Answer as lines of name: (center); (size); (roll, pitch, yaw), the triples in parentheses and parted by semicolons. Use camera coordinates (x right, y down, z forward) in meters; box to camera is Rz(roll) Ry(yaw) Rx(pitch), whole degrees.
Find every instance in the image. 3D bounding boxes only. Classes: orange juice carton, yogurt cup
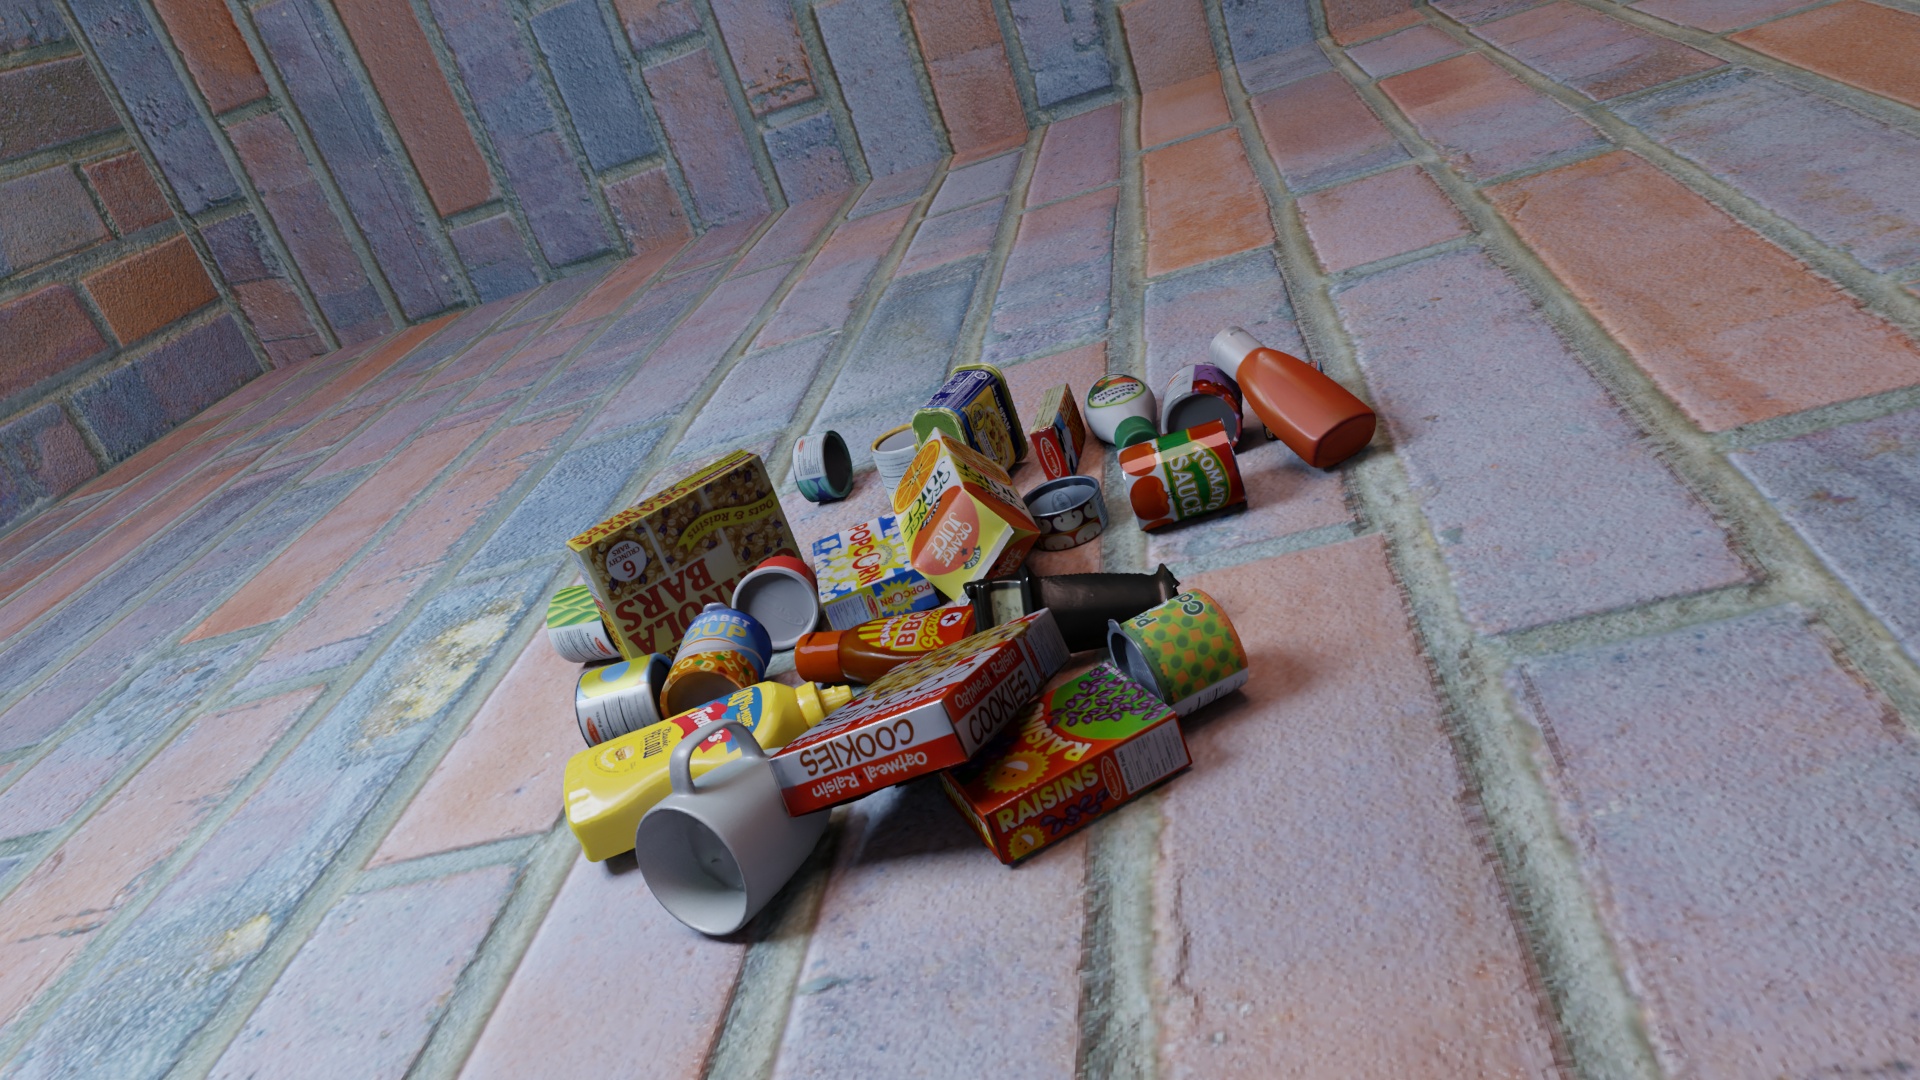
orange juice carton: (0.004, -0.013, 1.057); (0.071, 0.073, 0.193); (-56, 20, 14)
yogurt cup: (-0.142, 0.045, 1.090); (0.072, 0.072, 0.054); (-18, 16, 6)

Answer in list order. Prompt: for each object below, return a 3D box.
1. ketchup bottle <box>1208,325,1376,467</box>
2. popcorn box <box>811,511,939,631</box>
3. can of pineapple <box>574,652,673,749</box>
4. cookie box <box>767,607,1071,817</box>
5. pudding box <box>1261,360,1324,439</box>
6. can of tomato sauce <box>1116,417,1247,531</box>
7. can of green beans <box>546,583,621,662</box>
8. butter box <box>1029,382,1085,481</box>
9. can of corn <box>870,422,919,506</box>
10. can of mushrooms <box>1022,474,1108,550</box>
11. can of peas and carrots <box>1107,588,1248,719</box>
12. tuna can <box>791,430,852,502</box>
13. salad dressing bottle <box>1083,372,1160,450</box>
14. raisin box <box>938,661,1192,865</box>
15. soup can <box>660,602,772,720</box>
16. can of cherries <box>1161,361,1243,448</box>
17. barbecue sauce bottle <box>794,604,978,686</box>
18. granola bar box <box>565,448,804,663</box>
ketchup bottle: (0.253, -0.118, 1.087); (0.065, 0.043, 0.149); (-24, 48, -17)
popcorn box: (-0.070, 0.025, 1.107); (0.085, 0.038, 0.127); (-20, 24, -2)
can of pineapple: (-0.236, 0.118, 1.002); (0.058, 0.070, 0.071); (-15, 24, 9)
cookie box: (-0.019, 0.100, 0.824); (0.122, 0.040, 0.168); (-23, 4, 27)
pudding box: (0.276, -0.116, 1.149); (0.049, 0.030, 0.084); (-9, 26, 21)
can of tomato sauce: (0.166, -0.048, 1.045); (0.083, 0.071, 0.071); (-17, 24, 9)
can of green beans: (-0.303, 0.067, 1.163); (0.058, 0.071, 0.071); (-10, 26, 24)
butter box: (0.087, -0.095, 1.224); (0.024, 0.053, 0.104); (-15, 23, 19)
can of corn: (-0.041, -0.070, 1.263); (0.071, 0.058, 0.071); (-16, 24, 8)
can of mushrooms: (0.080, -0.022, 1.096); (0.071, 0.033, 0.071); (-16, 25, 8)
can of peas and carrots: (0.128, 0.067, 0.824); (0.059, 0.070, 0.071); (-25, 24, -12)
tuna can: (-0.130, -0.070, 1.327); (0.033, 0.070, 0.071); (-10, 26, 21)
salad dressing bottle: (0.145, -0.103, 1.207); (0.064, 0.043, 0.148); (-18, 24, 3)
raisin box: (0.056, 0.125, 0.795); (0.124, 0.040, 0.086); (-25, 24, -14)
soup can: (-0.176, 0.095, 0.999); (0.071, 0.071, 0.084); (-16, 24, 10)
can of cherries: (0.201, -0.105, 1.143); (0.071, 0.071, 0.059); (-13, 25, 17)
barbecue sauce bottle: (-0.045, 0.077, 0.970); (0.148, 0.043, 0.065); (-8, 28, 27)
granola bar box: (-0.218, 0.018, 1.131); (0.166, 0.123, 0.039); (-31, 26, -24)
